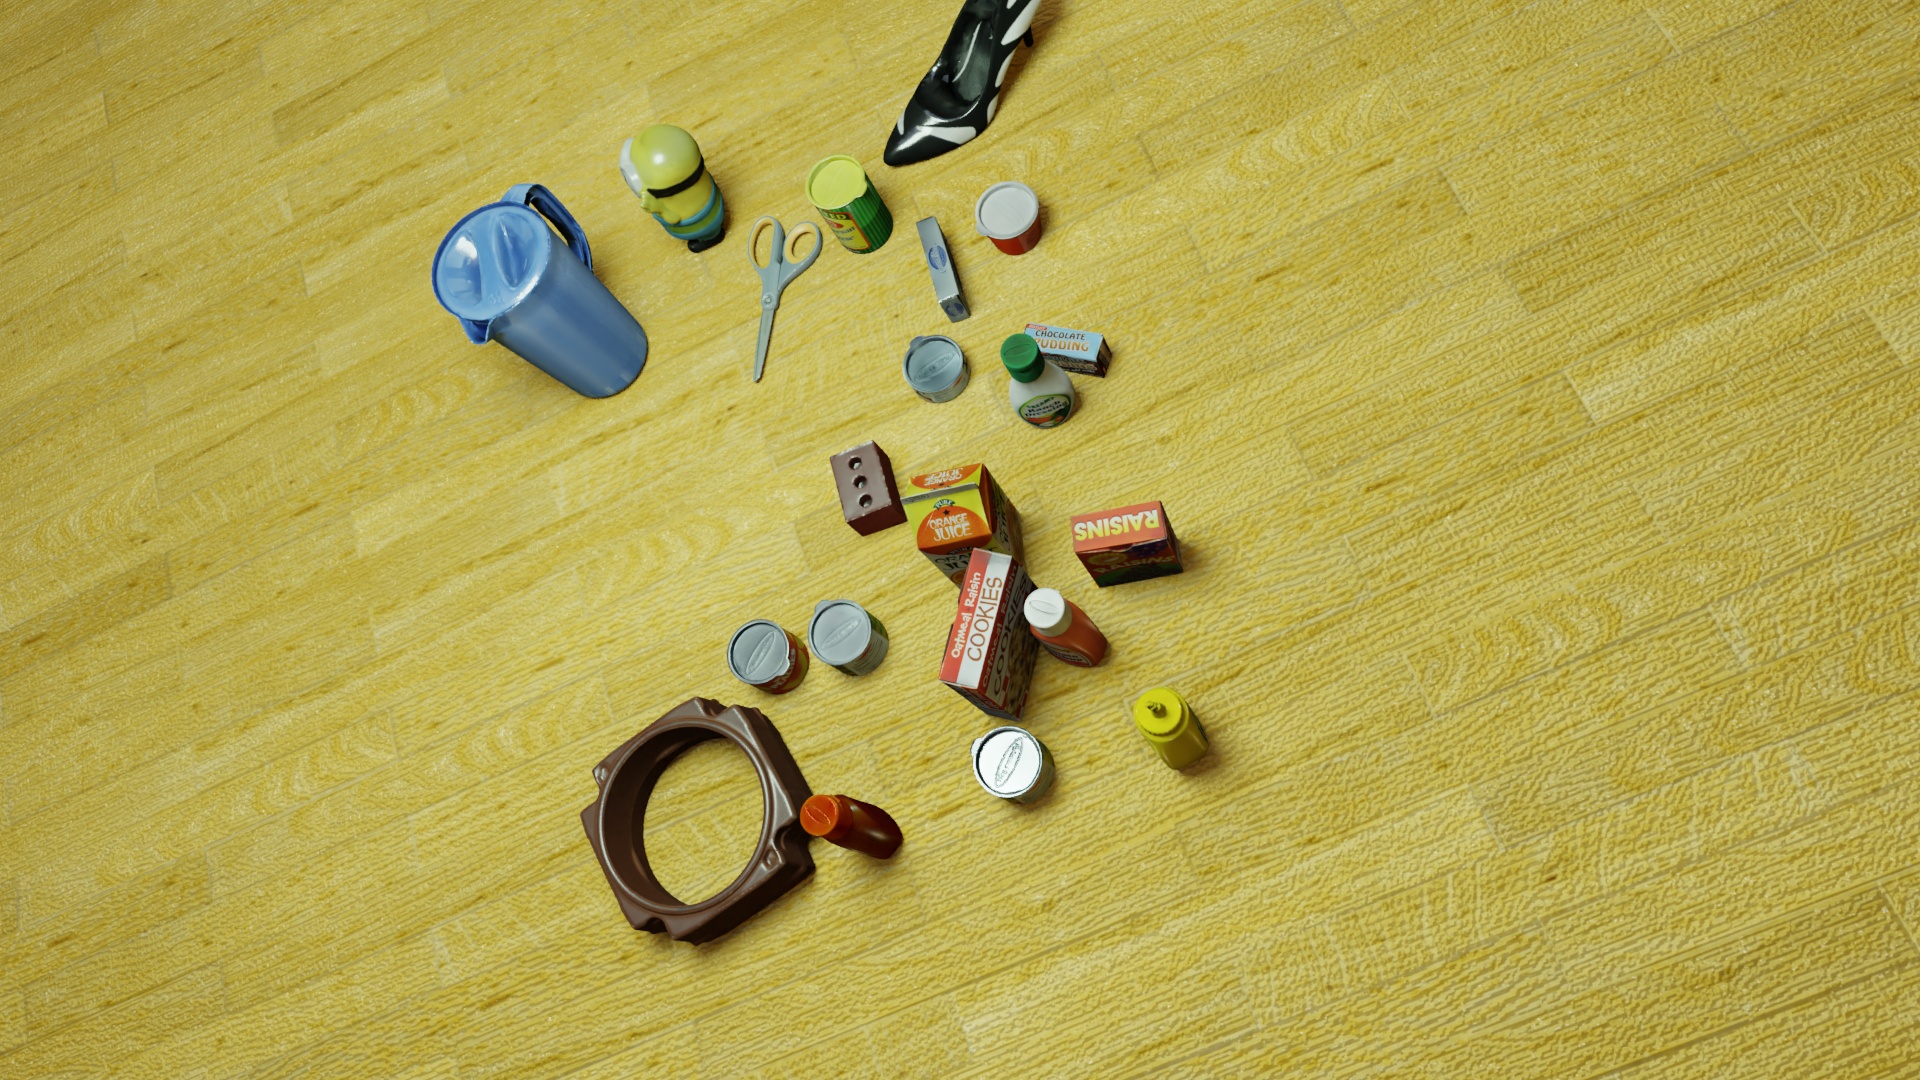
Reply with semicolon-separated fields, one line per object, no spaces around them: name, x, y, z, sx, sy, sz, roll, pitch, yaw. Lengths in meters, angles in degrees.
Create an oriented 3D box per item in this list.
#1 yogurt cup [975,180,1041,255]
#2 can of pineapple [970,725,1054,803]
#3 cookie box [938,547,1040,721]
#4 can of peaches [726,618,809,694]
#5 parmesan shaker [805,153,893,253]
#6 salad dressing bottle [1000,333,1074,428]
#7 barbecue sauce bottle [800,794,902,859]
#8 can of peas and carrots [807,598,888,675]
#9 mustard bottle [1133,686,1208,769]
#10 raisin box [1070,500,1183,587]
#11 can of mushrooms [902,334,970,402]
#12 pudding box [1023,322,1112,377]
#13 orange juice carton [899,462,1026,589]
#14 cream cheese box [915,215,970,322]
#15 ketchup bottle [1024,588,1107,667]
yogurt cup;0.055;-0.340;1.476;0.072;0.054;0.072;-5;71;14
can of pineapple;0.049;0.209;1.295;0.071;0.057;0.071;-5;71;14
cookie box;0.033;0.090;1.279;0.040;0.167;0.123;10;76;19
can of peaches;-0.190;0.119;1.393;0.071;0.058;0.071;-5;71;14
parmesan shaker;-0.117;-0.362;1.505;0.071;0.103;0.071;-5;72;15
salad dressing bottle;0.073;-0.156;1.360;0.064;0.147;0.044;-16;69;11
barbecue sauce bottle;-0.103;0.259;1.273;0.065;0.148;0.044;33;84;23
can of peas and carrots;-0.112;0.095;1.378;0.071;0.058;0.071;-5;71;14
mustard bottle;0.182;0.159;1.218;0.049;0.160;0.065;-32;67;4
raisin box;0.156;0.005;1.296;0.086;0.123;0.040;-10;71;13
can of mushrooms;-0.026;-0.181;1.458;0.071;0.033;0.071;-5;71;14
pudding box;0.108;-0.194;1.415;0.084;0.049;0.030;13;77;19
orange juice carton;0.005;-0.016;1.309;0.072;0.192;0.073;-11;70;12
cream cheese box;-0.018;-0.288;1.480;0.024;0.053;0.104;-20;68;9
ketchup bottle;0.092;0.079;1.276;0.065;0.148;0.043;18;79;21
